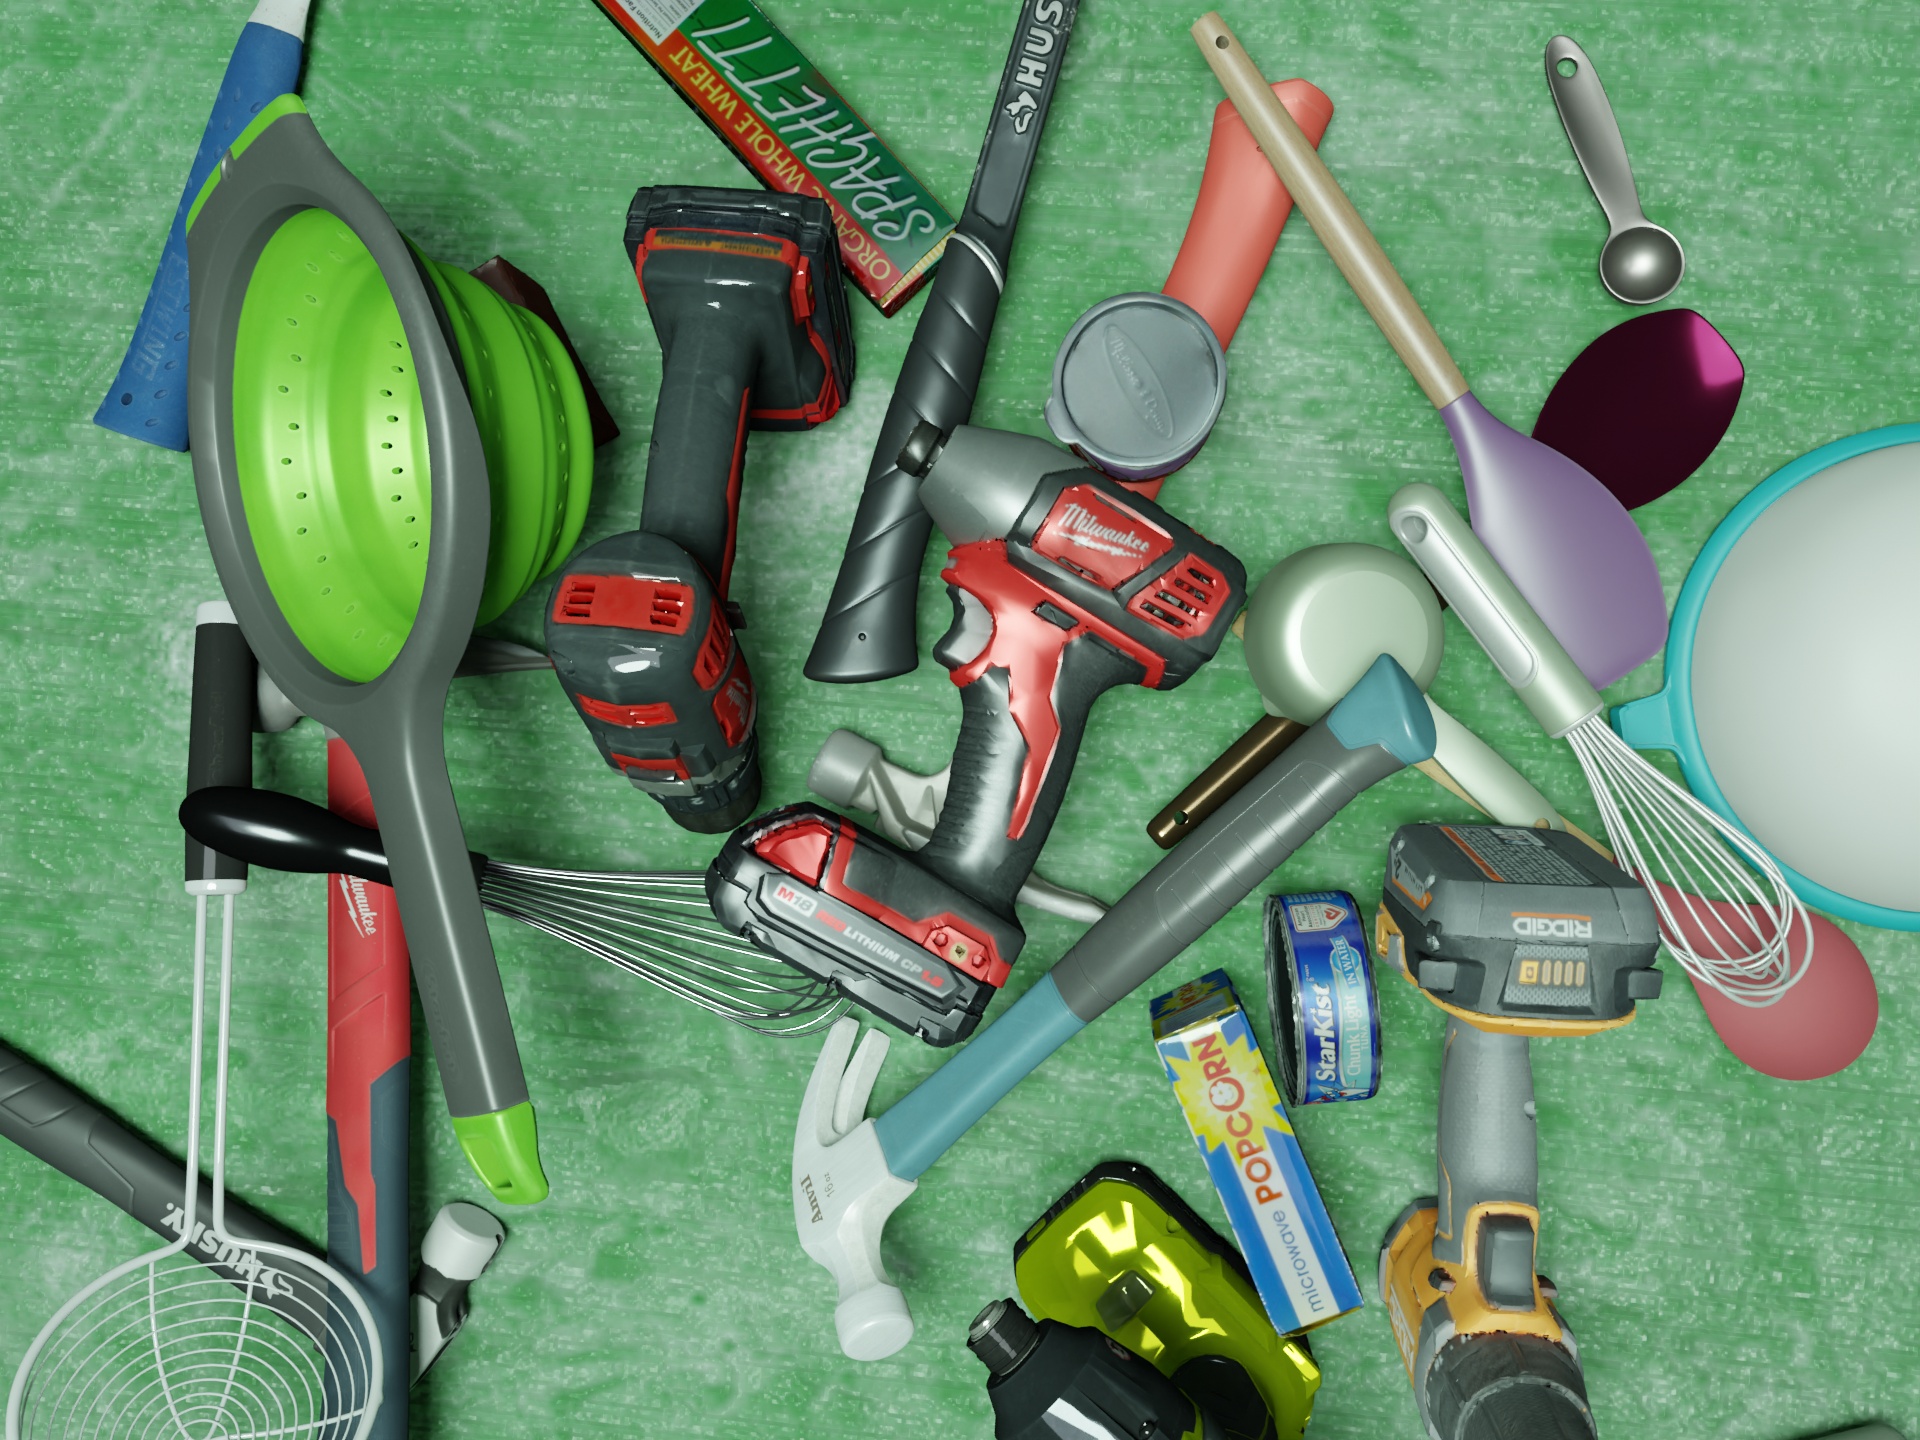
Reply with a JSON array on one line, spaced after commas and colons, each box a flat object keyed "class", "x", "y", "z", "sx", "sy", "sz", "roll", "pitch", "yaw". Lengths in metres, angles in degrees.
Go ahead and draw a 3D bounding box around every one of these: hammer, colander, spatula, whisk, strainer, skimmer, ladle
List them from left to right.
[{"class": "hammer", "x": -0.381, "y": 0.208, "z": 0.719, "sx": 0.335, "sy": 0.035, "sz": 0.146, "roll": 31, "pitch": 92, "yaw": 5}, {"class": "skimmer", "x": -0.292, "y": 0.123, "z": 0.622, "sx": 0.127, "sy": 0.090, "sz": 0.363, "roll": 2, "pitch": 78, "yaw": -25}, {"class": "hammer", "x": -0.297, "y": -0.316, "z": 0.709, "sx": 0.144, "sy": 0.035, "sz": 0.405, "roll": 19, "pitch": 92, "yaw": 5}, {"class": "hammer", "x": -0.237, "y": 0.154, "z": 0.678, "sx": 0.143, "sy": 0.038, "sz": 0.386, "roll": -4, "pitch": 81, "yaw": 4}, {"class": "colander", "x": -0.185, "y": -0.025, "z": 0.600, "sx": 0.204, "sy": 0.094, "sz": 0.397, "roll": -18, "pitch": 86, "yaw": 45}, {"class": "whisk", "x": -0.172, "y": 0.072, "z": 0.651, "sx": 0.284, "sy": 0.070, "sz": 0.070, "roll": 16, "pitch": 92, "yaw": -10}, {"class": "hammer", "x": 0.007, "y": -0.209, "z": 0.655, "sx": 0.149, "sy": 0.036, "sz": 0.409, "roll": 17, "pitch": 89, "yaw": -3}, {"class": "hammer", "x": 0.053, "y": 0.100, "z": 0.621, "sx": 0.331, "sy": 0.033, "sz": 0.128, "roll": -44, "pitch": 42, "yaw": 14}, {"class": "hammer", "x": 0.075, "y": -0.097, "z": 0.676, "sx": 0.149, "sy": 0.036, "sz": 0.359, "roll": 26, "pitch": 93, "yaw": 5}, {"class": "spatula", "x": 0.188, "y": -0.153, "z": 0.644, "sx": 0.060, "sy": 0.018, "sz": 0.316, "roll": -35, "pitch": 92, "yaw": 1}, {"class": "ladle", "x": 0.247, "y": 0.046, "z": 0.667, "sx": 0.315, "sy": 0.031, "sz": 0.069, "roll": 35, "pitch": 86, "yaw": 6}, {"class": "whisk", "x": 0.247, "y": 0.007, "z": 0.628, "sx": 0.059, "sy": 0.057, "sz": 0.246, "roll": -31, "pitch": 82, "yaw": -36}, {"class": "strainer", "x": 0.433, "y": -0.069, "z": 0.614, "sx": 0.211, "sy": 0.095, "sz": 0.340, "roll": 35, "pitch": 94, "yaw": 4}]

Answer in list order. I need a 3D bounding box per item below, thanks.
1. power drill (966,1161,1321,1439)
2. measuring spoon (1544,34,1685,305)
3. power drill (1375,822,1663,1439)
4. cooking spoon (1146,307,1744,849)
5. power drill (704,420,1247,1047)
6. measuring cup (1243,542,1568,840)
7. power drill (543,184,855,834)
[{"class": "power drill", "x": 0.074, "y": 0.249, "z": 0.583, "sx": 0.080, "sy": 0.223, "sz": 0.171, "roll": -44, "pitch": 87, "yaw": 4}, {"class": "measuring spoon", "x": 0.271, "y": -0.231, "z": 0.672, "sx": 0.034, "sy": 0.018, "sz": 0.124, "roll": -17, "pitch": 82, "yaw": 5}, {"class": "power drill", "x": 0.199, "y": 0.164, "z": 0.579, "sx": 0.084, "sy": 0.185, "sz": 0.226, "roll": 2, "pitch": 98, "yaw": 5}, {"class": "cooking spoon", "x": 0.199, "y": -0.056, "z": 0.662, "sx": 0.319, "sy": 0.017, "sz": 0.069, "roll": -41, "pitch": 90, "yaw": -2}, {"class": "power drill", "x": -0.001, "y": -0.002, "z": 0.608, "sx": 0.143, "sy": 0.078, "sz": 0.220, "roll": 31, "pitch": 87, "yaw": -7}, {"class": "measuring cup", "x": 0.187, "y": -0.003, "z": 0.632, "sx": 0.167, "sy": 0.038, "sz": 0.083, "roll": 42, "pitch": 89, "yaw": -3}, {"class": "power drill", "x": -0.098, "y": -0.074, "z": 0.634, "sx": 0.080, "sy": 0.187, "sz": 0.227, "roll": 5, "pitch": 66, "yaw": 4}]
